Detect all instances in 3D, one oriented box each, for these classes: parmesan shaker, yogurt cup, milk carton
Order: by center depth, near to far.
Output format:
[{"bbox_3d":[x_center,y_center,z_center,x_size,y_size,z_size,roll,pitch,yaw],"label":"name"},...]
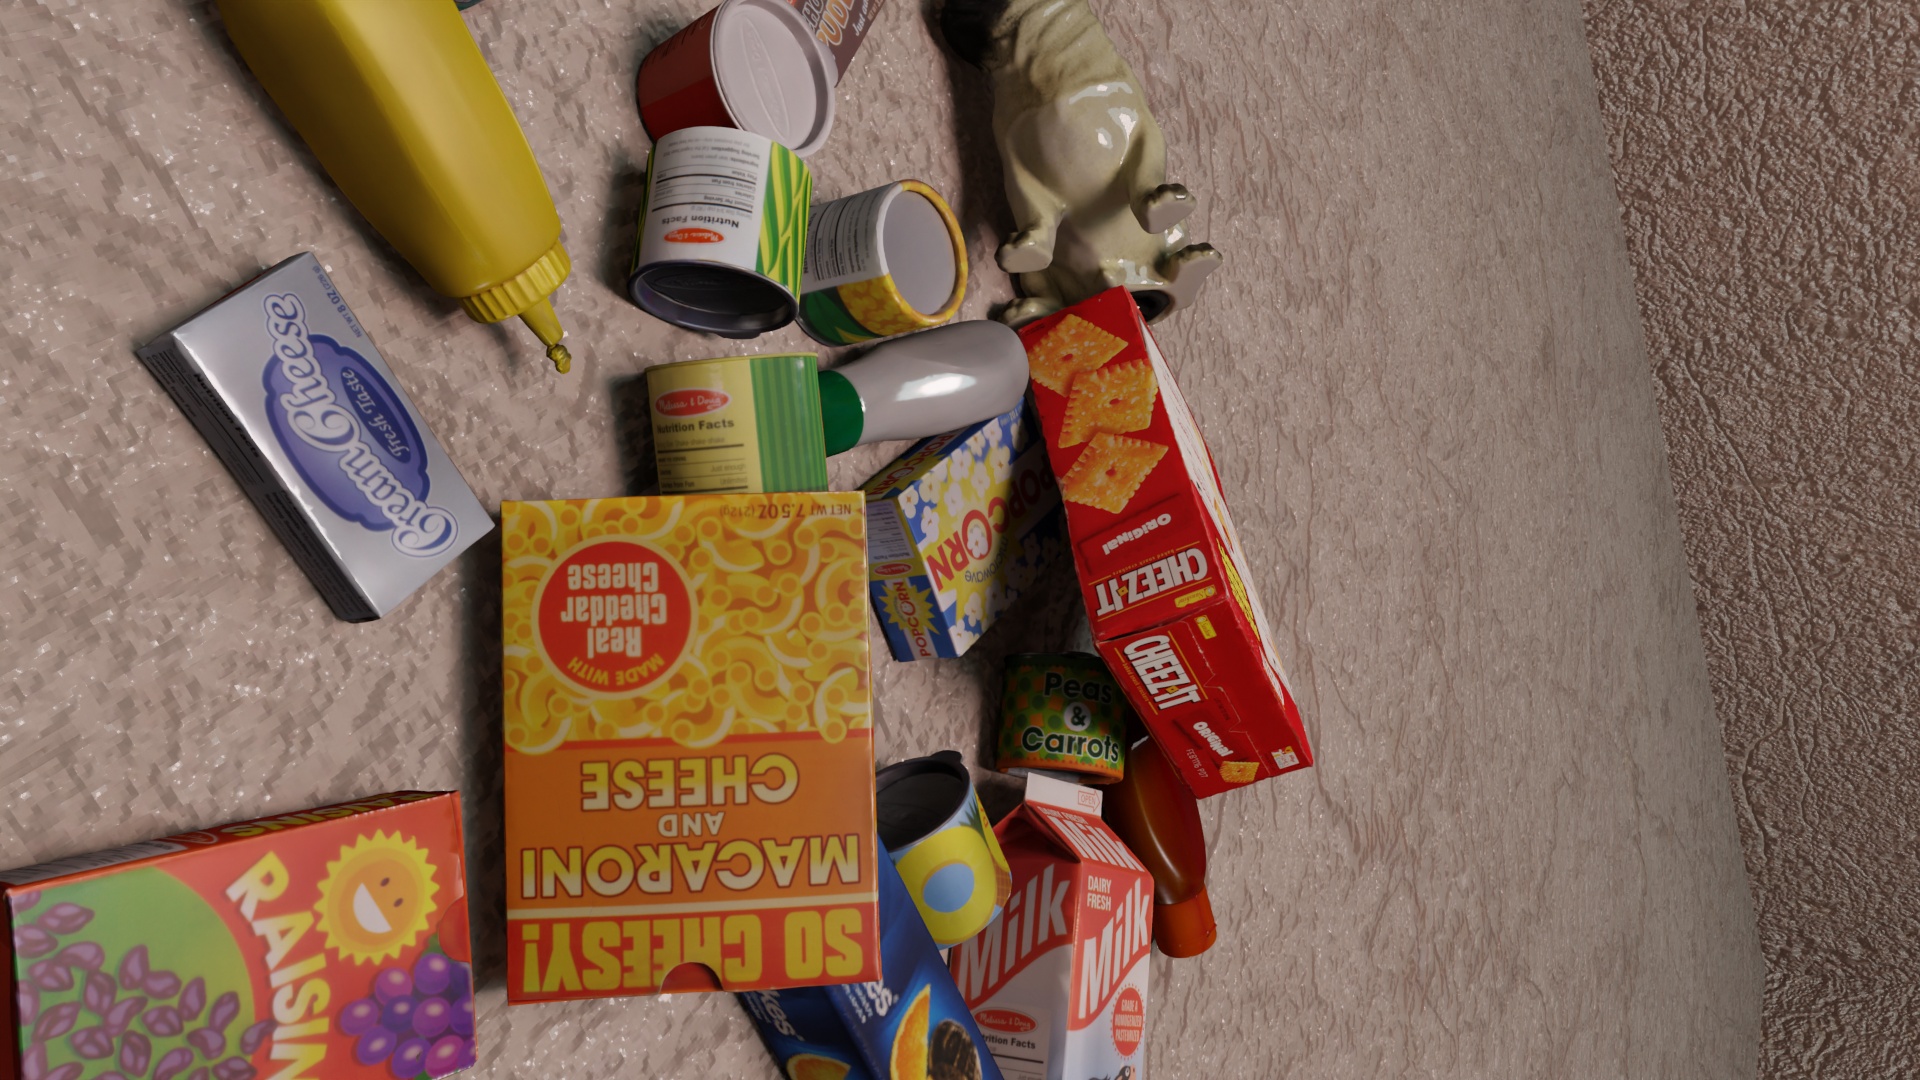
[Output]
[{"bbox_3d":[-0.086,-0.019,0.541,0.071,0.071,0.103,-13,99,-54],"label":"parmesan shaker"},{"bbox_3d":[-0.093,-0.182,0.564,0.072,0.054,0.072,11,76,-53],"label":"yogurt cup"},{"bbox_3d":[0.043,0.213,0.675,0.072,0.073,0.191,26,64,-49],"label":"milk carton"}]

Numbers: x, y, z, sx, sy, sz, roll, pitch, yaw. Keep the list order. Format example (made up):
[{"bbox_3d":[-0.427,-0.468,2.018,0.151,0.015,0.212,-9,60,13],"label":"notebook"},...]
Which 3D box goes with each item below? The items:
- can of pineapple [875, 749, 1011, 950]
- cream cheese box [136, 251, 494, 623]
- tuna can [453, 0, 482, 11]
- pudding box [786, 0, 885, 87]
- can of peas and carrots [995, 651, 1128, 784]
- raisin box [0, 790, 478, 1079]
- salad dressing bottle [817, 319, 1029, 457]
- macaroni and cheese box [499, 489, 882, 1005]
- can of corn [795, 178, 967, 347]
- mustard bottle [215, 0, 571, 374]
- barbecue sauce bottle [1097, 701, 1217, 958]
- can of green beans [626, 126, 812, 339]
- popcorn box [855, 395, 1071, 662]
[{"bbox_3d":[-0.015,0.137,0.611,0.071,0.071,0.057,-47,123,-46],"label":"can of pineapple"},{"bbox_3d":[-0.195,-0.030,0.428,0.054,0.024,0.103,-52,125,-42],"label":"cream cheese box"},{"bbox_3d":[-0.177,-0.214,0.472,0.071,0.033,0.071,11,76,-53],"label":"tuna can"},{"bbox_3d":[-0.066,-0.245,0.630,0.049,0.030,0.084,49,48,-37],"label":"pudding box"},{"bbox_3d":[0.053,0.091,0.709,0.071,0.071,0.059,24,67,-50],"label":"can of peas and carrots"},{"bbox_3d":[-0.200,0.122,0.386,0.123,0.040,0.086,-3,87,-55],"label":"raisin box"},{"bbox_3d":[-0.031,-0.066,0.631,0.148,0.064,0.043,-23,125,-44],"label":"salad dressing bottle"},{"bbox_3d":[-0.092,0.068,0.477,0.040,0.124,0.166,127,-40,-83],"label":"macaroni and cheese box"},{"bbox_3d":[-0.037,-0.124,0.628,0.071,0.058,0.071,10,77,-53],"label":"can of corn"},{"bbox_3d":[-0.169,-0.121,0.448,0.049,0.065,0.159,-55,133,-35],"label":"mustard bottle"},{"bbox_3d":[0.115,0.169,0.805,0.065,0.043,0.148,-34,113,-50],"label":"barbecue sauce bottle"},{"bbox_3d":[-0.093,-0.120,0.544,0.071,0.071,0.058,23,66,-50],"label":"can of green beans"},{"bbox_3d":[0.002,-0.009,0.681,0.127,0.038,0.085,-41,118,-48],"label":"popcorn box"}]
